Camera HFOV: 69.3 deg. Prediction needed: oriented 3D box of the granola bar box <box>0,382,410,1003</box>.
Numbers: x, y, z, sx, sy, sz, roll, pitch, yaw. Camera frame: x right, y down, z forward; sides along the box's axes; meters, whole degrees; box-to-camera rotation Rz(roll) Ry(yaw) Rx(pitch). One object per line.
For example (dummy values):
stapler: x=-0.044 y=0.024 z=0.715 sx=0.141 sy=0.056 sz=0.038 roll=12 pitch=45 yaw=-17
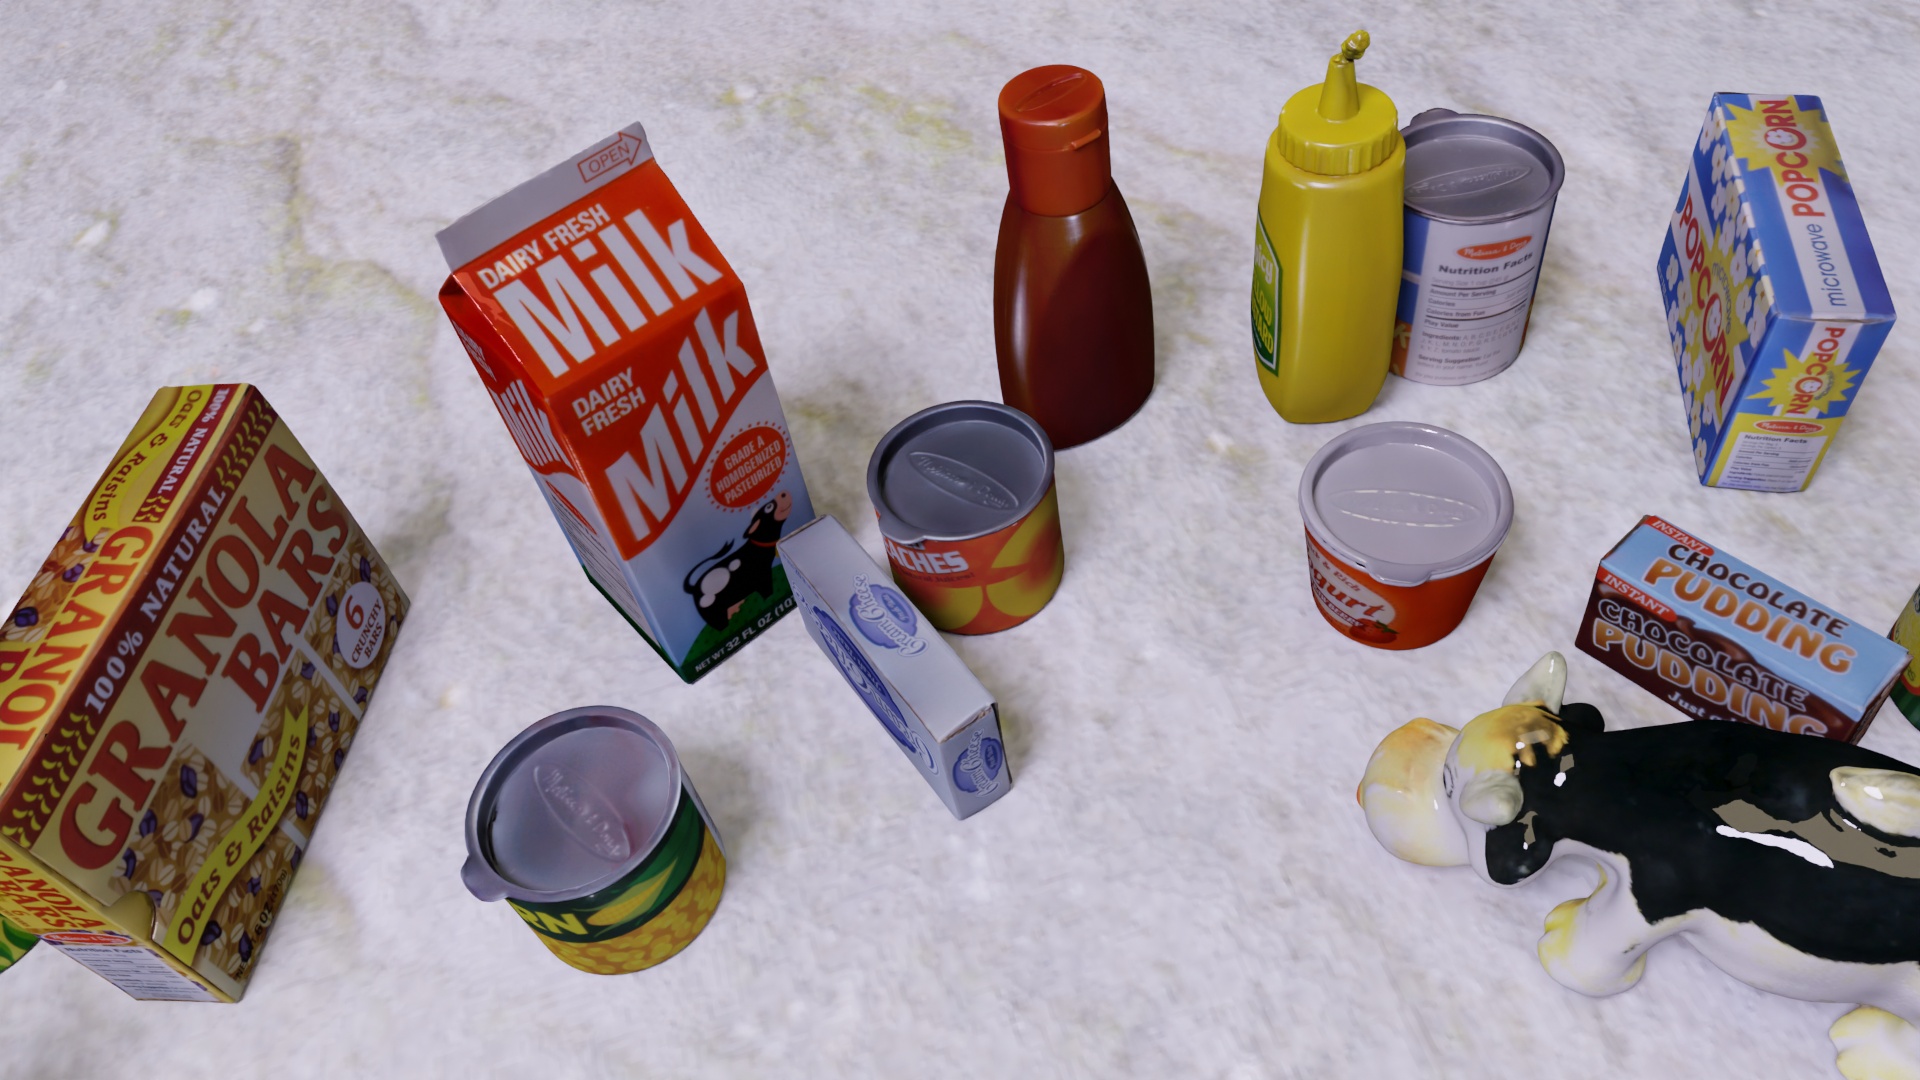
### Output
granola bar box: x=-0.251 y=0.049 z=0.457 sx=0.039 sy=0.123 sz=0.166 roll=0 pitch=51 yaw=9

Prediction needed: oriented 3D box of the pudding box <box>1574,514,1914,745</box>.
pudding box: x=0.241 y=0.034 z=0.435 sx=0.030 sy=0.049 sz=0.084 roll=-38 pitch=55 yaw=-20

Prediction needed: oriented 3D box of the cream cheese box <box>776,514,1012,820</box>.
cream cheese box: x=-0.023 y=0.042 z=0.470 sx=0.024 sy=0.053 sz=0.104 roll=-32 pitch=53 yaw=-16

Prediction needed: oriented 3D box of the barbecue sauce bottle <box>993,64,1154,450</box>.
barbecue sauce bottle: x=0.040 y=-0.102 z=0.518 sx=0.065 sy=0.147 sz=0.044 roll=-32 pitch=53 yaw=-16

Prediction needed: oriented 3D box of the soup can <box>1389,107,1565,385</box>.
soup can: x=0.193 y=-0.114 z=0.544 sx=0.071 sy=0.083 sz=0.072 roll=-5 pitch=50 yaw=6

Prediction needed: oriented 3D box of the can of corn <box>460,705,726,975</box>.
can of corn: x=-0.114 y=0.097 z=0.437 sx=0.071 sy=0.058 sz=0.071 roll=-5 pitch=50 yaw=6

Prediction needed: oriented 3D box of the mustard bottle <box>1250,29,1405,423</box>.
mustard bottle: x=0.133 y=-0.114 z=0.504 sx=0.049 sy=0.159 sz=0.065 roll=-9 pitch=50 yaw=2

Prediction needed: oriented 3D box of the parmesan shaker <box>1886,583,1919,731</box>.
parmesan shaker: x=0.319 y=0.017 z=0.401 sx=0.071 sy=0.102 sz=0.072 roll=-5 pitch=50 yaw=6

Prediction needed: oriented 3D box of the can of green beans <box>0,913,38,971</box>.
can of green beans: x=-0.348 y=0.111 z=0.465 sx=0.071 sy=0.057 sz=0.071 roll=-5 pitch=50 yaw=6

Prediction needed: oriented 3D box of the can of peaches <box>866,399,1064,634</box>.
can of peaches: x=0.002 y=-0.006 z=0.503 sx=0.071 sy=0.057 sz=0.071 roll=-5 pitch=50 yaw=6

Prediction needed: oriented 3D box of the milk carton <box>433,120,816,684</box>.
milk carton: x=-0.108 y=-0.044 z=0.467 sx=0.072 sy=0.189 sz=0.073 roll=-38 pitch=54 yaw=-20

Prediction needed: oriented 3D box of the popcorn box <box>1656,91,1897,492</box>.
popcorn box: x=0.292 y=-0.092 z=0.508 sx=0.038 sy=0.084 sz=0.127 roll=3 pitch=51 yaw=12

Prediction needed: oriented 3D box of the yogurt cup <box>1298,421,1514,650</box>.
yogurt cup: x=0.149 y=0.001 z=0.475 sx=0.072 sy=0.053 sz=0.073 roll=-5 pitch=50 yaw=6
